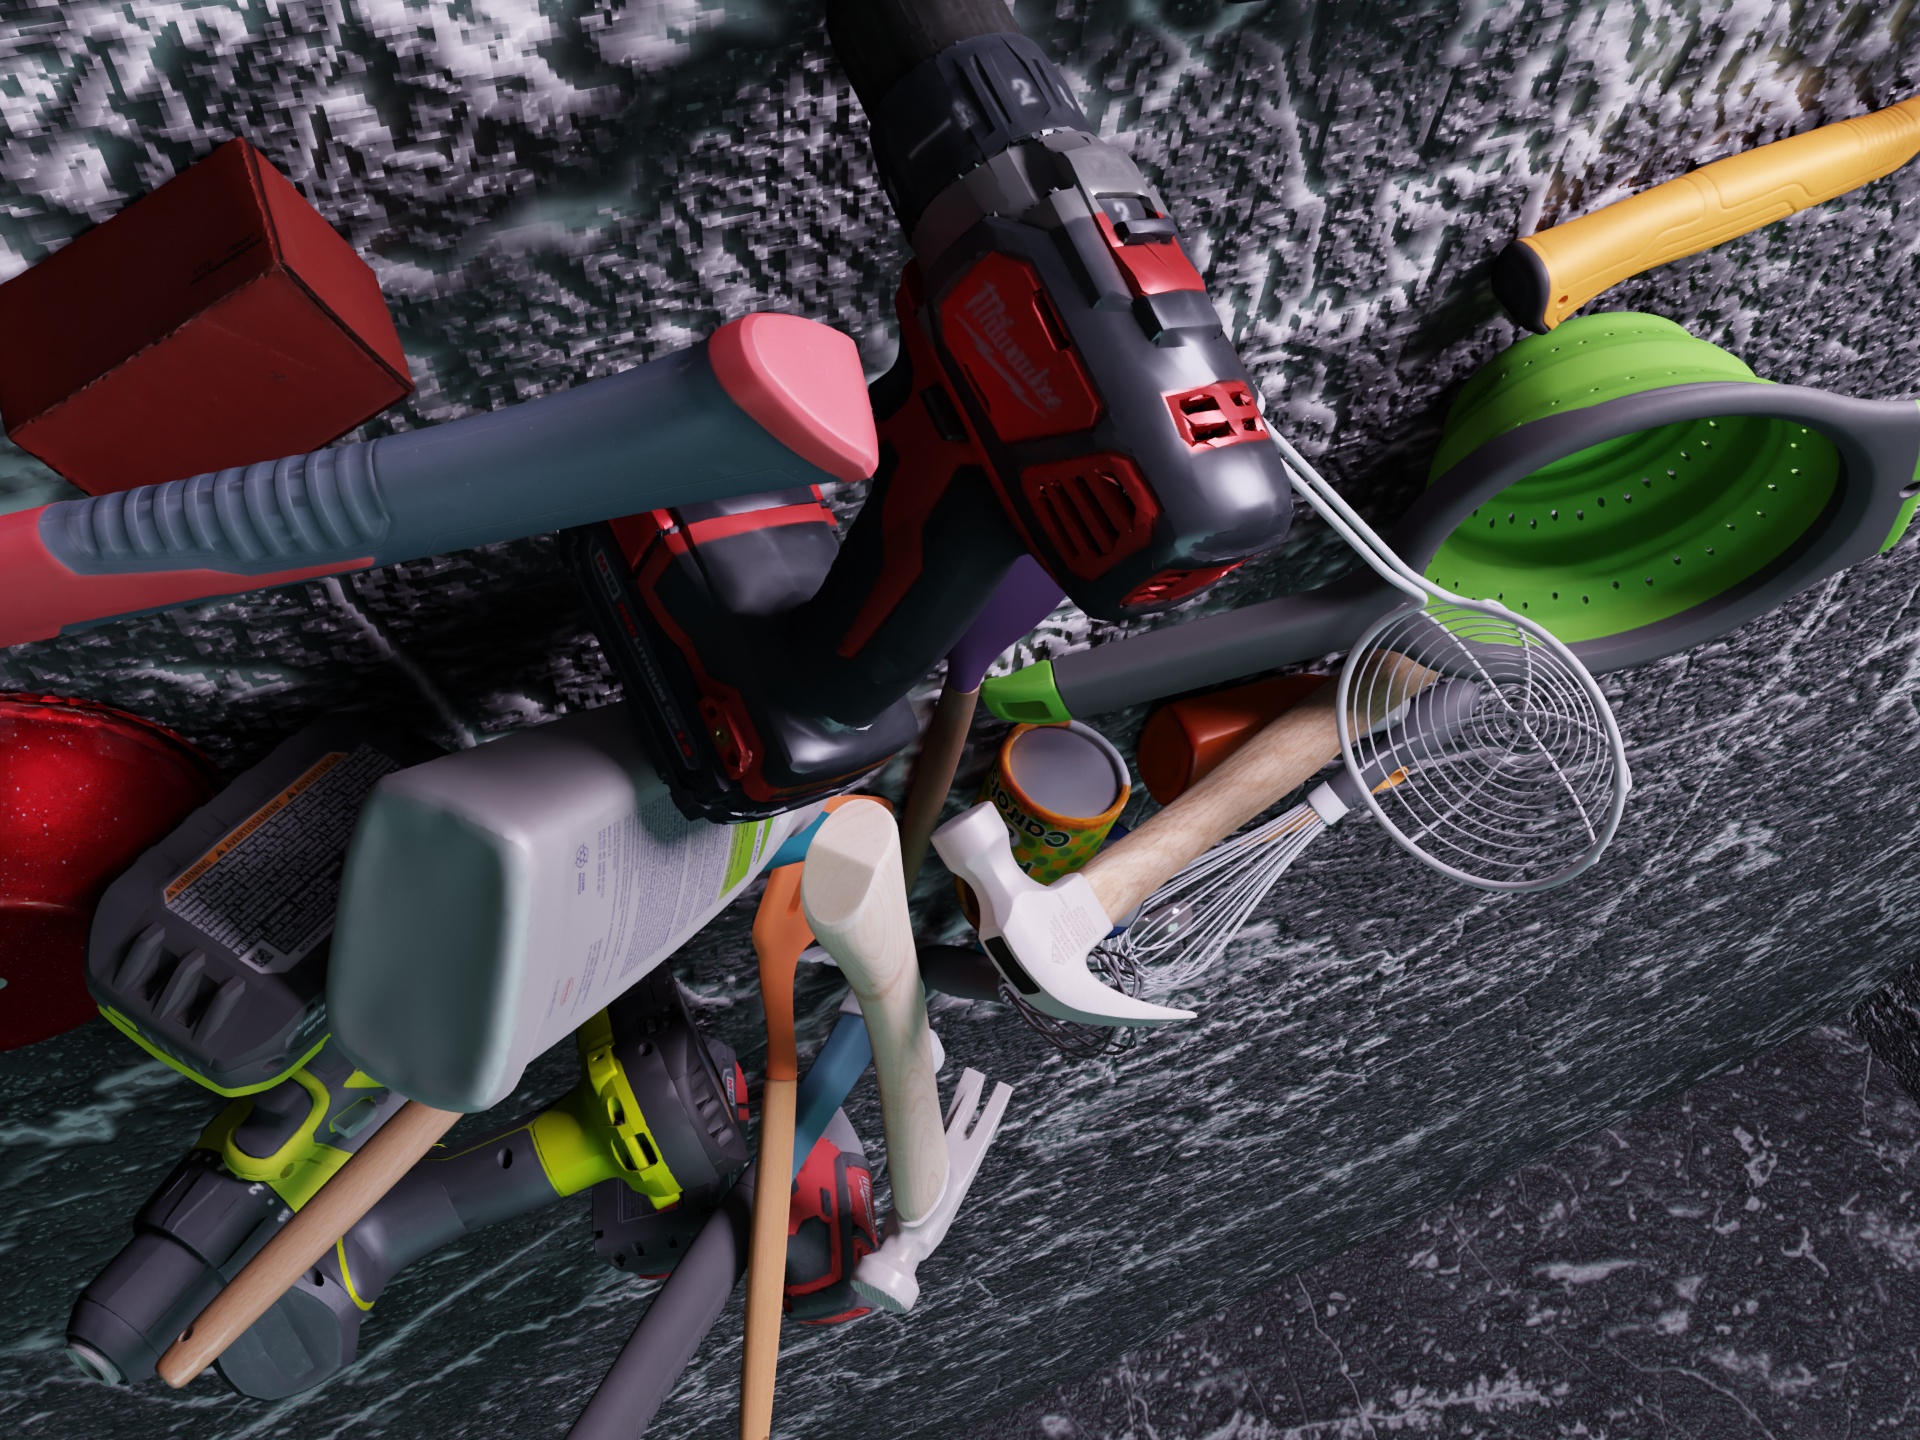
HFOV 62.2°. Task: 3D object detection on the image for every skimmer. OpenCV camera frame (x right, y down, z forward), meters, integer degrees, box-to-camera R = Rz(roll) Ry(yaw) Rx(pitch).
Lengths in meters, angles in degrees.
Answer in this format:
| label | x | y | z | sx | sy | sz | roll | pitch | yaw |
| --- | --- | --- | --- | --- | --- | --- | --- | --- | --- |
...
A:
| label | x | y | z | sx | sy | sz | roll | pitch | yaw |
| --- | --- | --- | --- | --- | --- | --- | --- | --- | --- |
| skimmer | 0.124 | -0.053 | 0.571 | 0.362 | 0.090 | 0.127 | 36 | 159 | -36 |

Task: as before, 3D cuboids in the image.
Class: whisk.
| label | x | y | z | sx | sy | sz | roll | pitch | yaw |
| --- | --- | --- | --- | --- | --- | --- | --- | --- | --- |
| whisk | 0.026 | 0.135 | 0.822 | 0.055 | 0.055 | 0.239 | -13 | -177 | -24 |
| whisk | 0.197 | 0.071 | 0.962 | 0.284 | 0.070 | 0.070 | -41 | 148 | 13 |

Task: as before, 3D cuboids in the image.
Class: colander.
| label | x | y | z | sx | sy | sz | roll | pitch | yaw |
| --- | --- | --- | --- | --- | --- | --- | --- | --- | --- |
| colander | 0.196 | -0.086 | 0.699 | 0.397 | 0.095 | 0.204 | -14 | 150 | 12 |

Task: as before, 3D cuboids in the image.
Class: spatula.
| label | x | y | z | sx | sy | sz | roll | pitch | yaw |
| --- | --- | --- | --- | --- | --- | --- | --- | --- | --- |
| spatula | -0.079 | 0.194 | 0.749 | 0.041 | 0.322 | 0.081 | 4 | 180 | 31 |
| spatula | -0.001 | -0.002 | 0.711 | 0.059 | 0.018 | 0.315 | 6 | 143 | -10 |
| spatula | -0.165 | 0.126 | 0.609 | 0.317 | 0.082 | 0.044 | -46 | 128 | -27 |

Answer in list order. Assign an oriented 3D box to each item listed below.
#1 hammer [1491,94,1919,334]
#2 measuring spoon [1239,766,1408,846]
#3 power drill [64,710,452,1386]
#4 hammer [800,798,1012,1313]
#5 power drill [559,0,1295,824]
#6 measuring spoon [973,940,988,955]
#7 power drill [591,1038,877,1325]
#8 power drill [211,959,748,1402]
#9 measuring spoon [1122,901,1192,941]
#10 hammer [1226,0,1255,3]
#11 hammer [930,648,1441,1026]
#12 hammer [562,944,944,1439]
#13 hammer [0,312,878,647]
| label | x | y | z | sx | sy | sz | roll | pitch | yaw |
| --- | --- | --- | --- | --- | --- | --- | --- | --- | --- |
| hammer | 0.367 | -0.235 | 0.643 | 0.337 | 0.034 | 0.127 | -23 | 151 | -10 |
| measuring spoon | 0.227 | 0.052 | 1.002 | 0.117 | 0.011 | 0.021 | -23 | 148 | -2 |
| power drill | -0.245 | 0.124 | 0.575 | 0.191 | 0.080 | 0.228 | -52 | 170 | -45 |
| hammer | -0.024 | 0.157 | 0.769 | 0.146 | 0.038 | 0.410 | -59 | 160 | -31 |
| power drill | -0.028 | -0.085 | 0.446 | 0.080 | 0.188 | 0.226 | -18 | 169 | -42 |
| measuring spoon | 0.052 | 0.106 | 0.936 | 0.128 | 0.021 | 0.042 | -45 | 146 | 11 |
| power drill | -0.117 | 0.262 | 0.918 | 0.078 | 0.143 | 0.219 | -18 | 148 | 18 |
| power drill | -0.222 | 0.197 | 0.729 | 0.223 | 0.171 | 0.080 | -24 | 108 | -11 |
| measuring spoon | 0.099 | 0.141 | 1.021 | 0.124 | 0.018 | 0.034 | -10 | 146 | -27 |
| hammer | 0.259 | -0.247 | 0.510 | 0.409 | 0.036 | 0.149 | -11 | 127 | -22 |
| hammer | 0.139 | 0.031 | 0.759 | 0.331 | 0.130 | 0.031 | -32 | -177 | -32 |
| hammer | -0.102 | 0.240 | 0.787 | 0.331 | 0.033 | 0.128 | -55 | 138 | -43 |
| hammer | -0.208 | -0.028 | 0.382 | 0.386 | 0.038 | 0.143 | -11 | 152 | 3 |
